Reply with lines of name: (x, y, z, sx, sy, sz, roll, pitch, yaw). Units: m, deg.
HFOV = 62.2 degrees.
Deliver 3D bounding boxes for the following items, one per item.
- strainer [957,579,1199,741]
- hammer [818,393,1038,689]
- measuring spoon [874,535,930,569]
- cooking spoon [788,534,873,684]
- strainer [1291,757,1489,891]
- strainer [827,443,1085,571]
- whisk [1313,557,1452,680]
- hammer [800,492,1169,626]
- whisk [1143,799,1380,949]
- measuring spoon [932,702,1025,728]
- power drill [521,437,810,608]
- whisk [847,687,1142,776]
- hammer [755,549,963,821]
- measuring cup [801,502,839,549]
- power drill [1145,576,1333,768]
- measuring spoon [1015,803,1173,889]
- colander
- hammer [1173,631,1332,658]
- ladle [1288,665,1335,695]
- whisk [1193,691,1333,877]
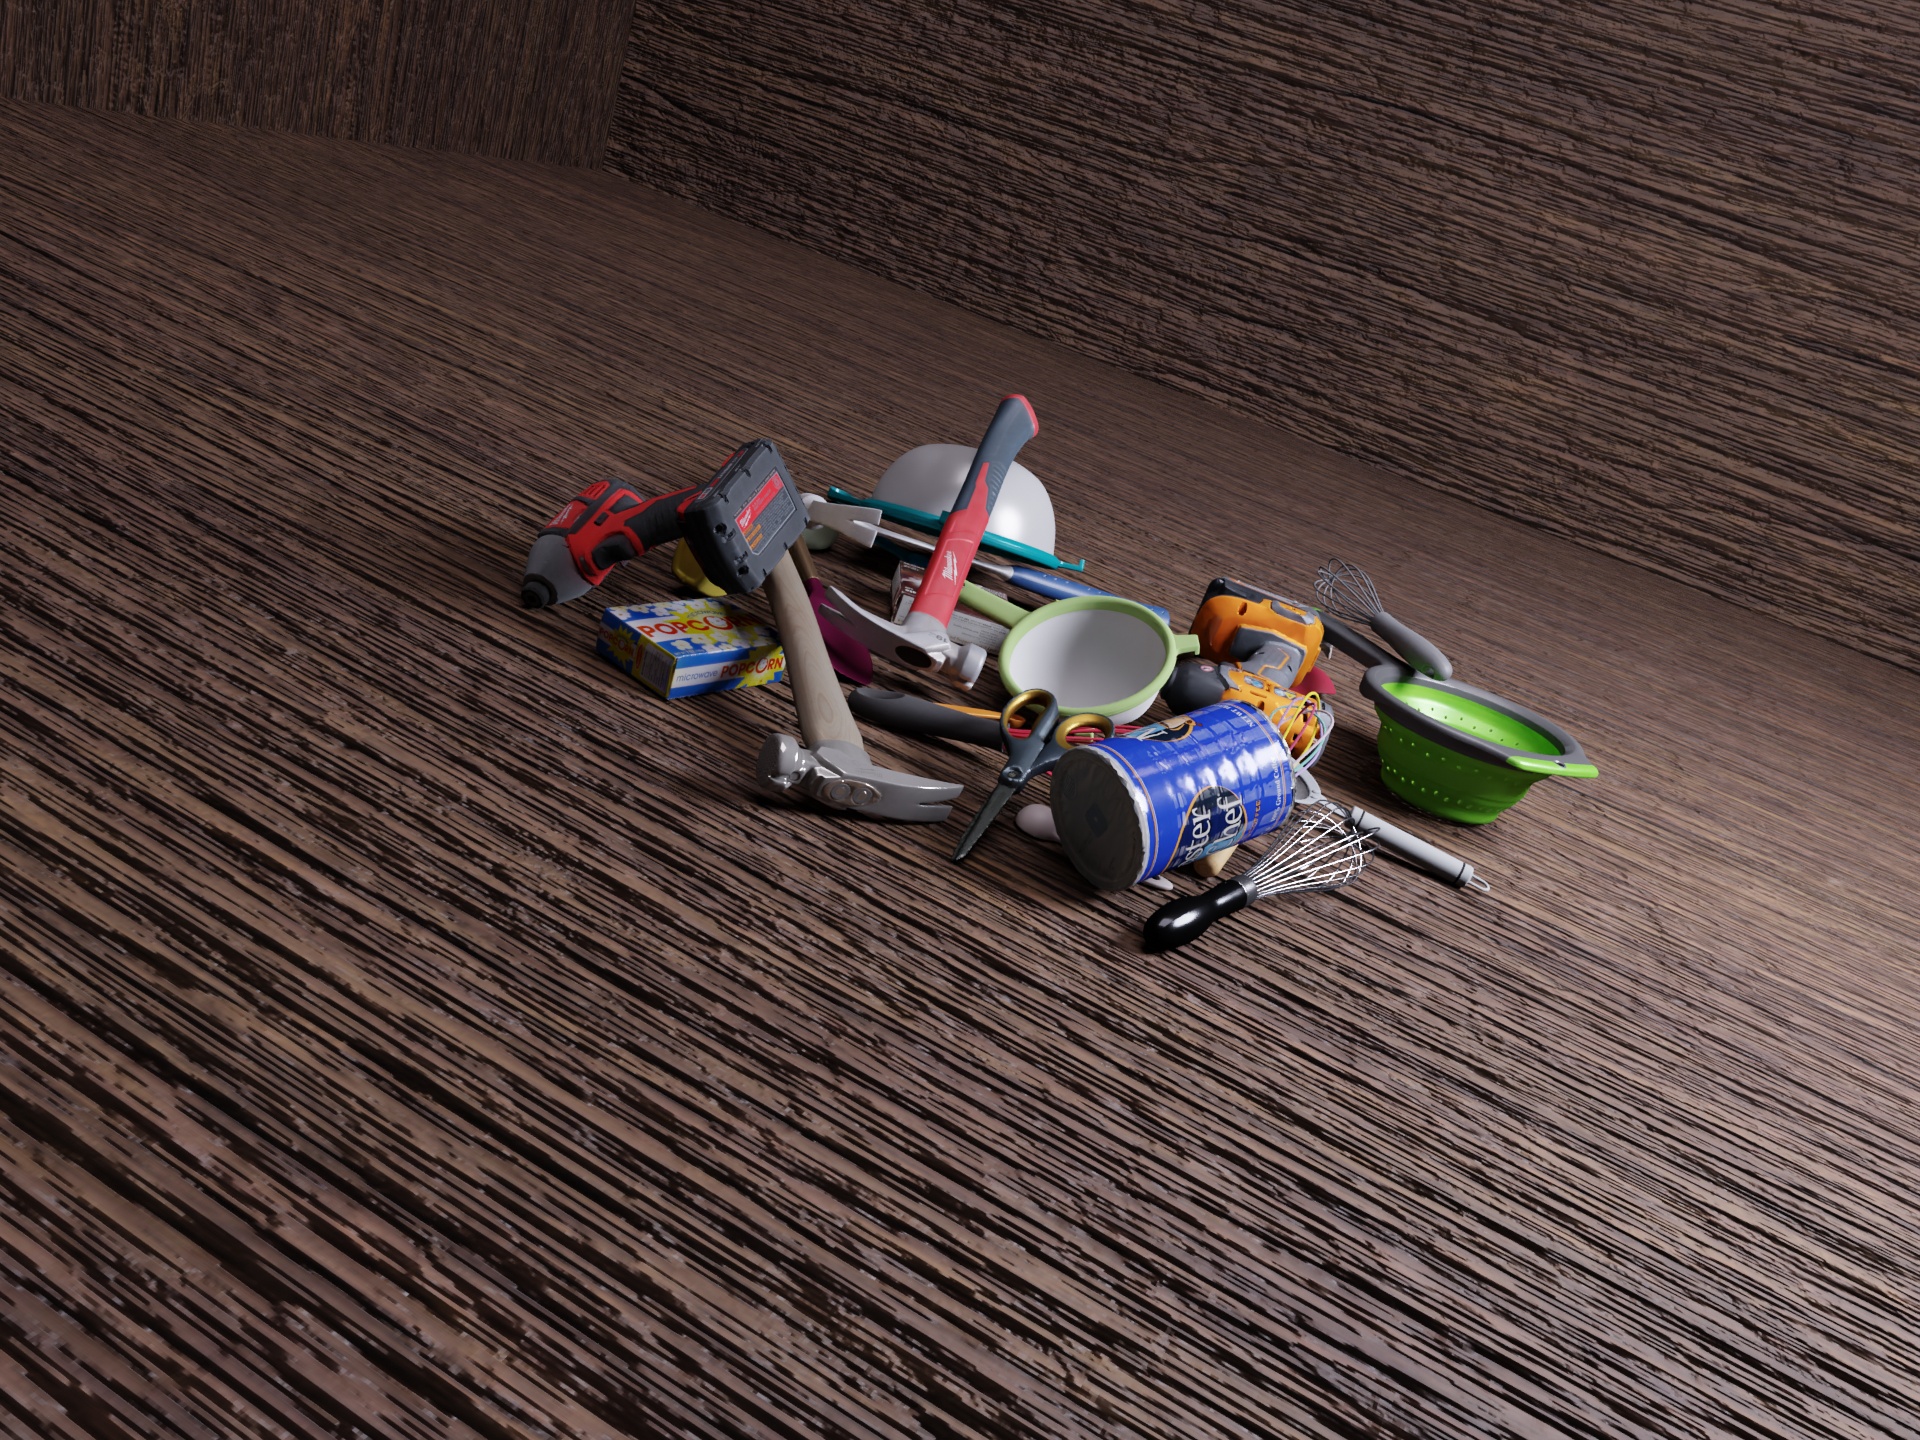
strainer: (0.074, -0.057, 1.395, 0.151, 0.069, 0.257, -38, 48, -26)
hammer: (-0.007, -0.188, 1.436, 0.143, 0.038, 0.387, 26, 45, -6)
measuring spoon: (-0.078, -0.169, 1.590, 0.128, 0.021, 0.042, 32, 31, -2)
cooking spoon: (-0.138, -0.135, 1.410, 0.068, 0.017, 0.319, 26, 27, -39)
strainer: (0.316, 0.079, 1.312, 0.258, 0.050, 0.087, 28, 26, 9)
strainer: (-0.028, -0.242, 1.650, 0.210, 0.095, 0.341, 14, 7, -41)
whisk: (0.415, -0.099, 1.565, 0.055, 0.055, 0.239, 9, 25, -23)
hammer: (0.039, -0.146, 1.561, 0.405, 0.035, 0.144, 15, 5, -29)
whisk: (0.215, 0.114, 1.134, 0.070, 0.070, 0.284, 33, 31, 32)
measuring spoon: (-0.002, -0.004, 1.304, 0.117, 0.011, 0.021, 7, 16, -18)
power drill: (-0.242, -0.145, 1.249, 0.220, 0.078, 0.143, -5, 36, 31)
whisk: (0.053, 0.019, 1.231, 0.296, 0.073, 0.073, 15, 21, 9)
hammer: (-0.117, -0.067, 1.228, 0.146, 0.038, 0.411, 14, 30, -28)
measuring cup: (-0.190, -0.219, 1.632, 0.168, 0.038, 0.083, 32, 25, 35)
power drill: (0.256, -0.050, 1.462, 0.164, 0.084, 0.227, 20, 30, 1)
measuring spoon: (0.098, 0.089, 1.142, 0.124, 0.018, 0.034, 25, 22, 14)
colander: (0.418, -0.003, 1.518, 0.204, 0.094, 0.398, 6, 22, -29)
hammer: (0.272, -0.082, 1.650, 0.331, 0.031, 0.130, -9, 19, -44)
ladle: (0.308, -0.011, 1.542, 0.069, 0.031, 0.315, 20, 23, 19)
whisk: (0.237, 0.046, 1.247, 0.051, 0.047, 0.245, 35, 43, 10)
